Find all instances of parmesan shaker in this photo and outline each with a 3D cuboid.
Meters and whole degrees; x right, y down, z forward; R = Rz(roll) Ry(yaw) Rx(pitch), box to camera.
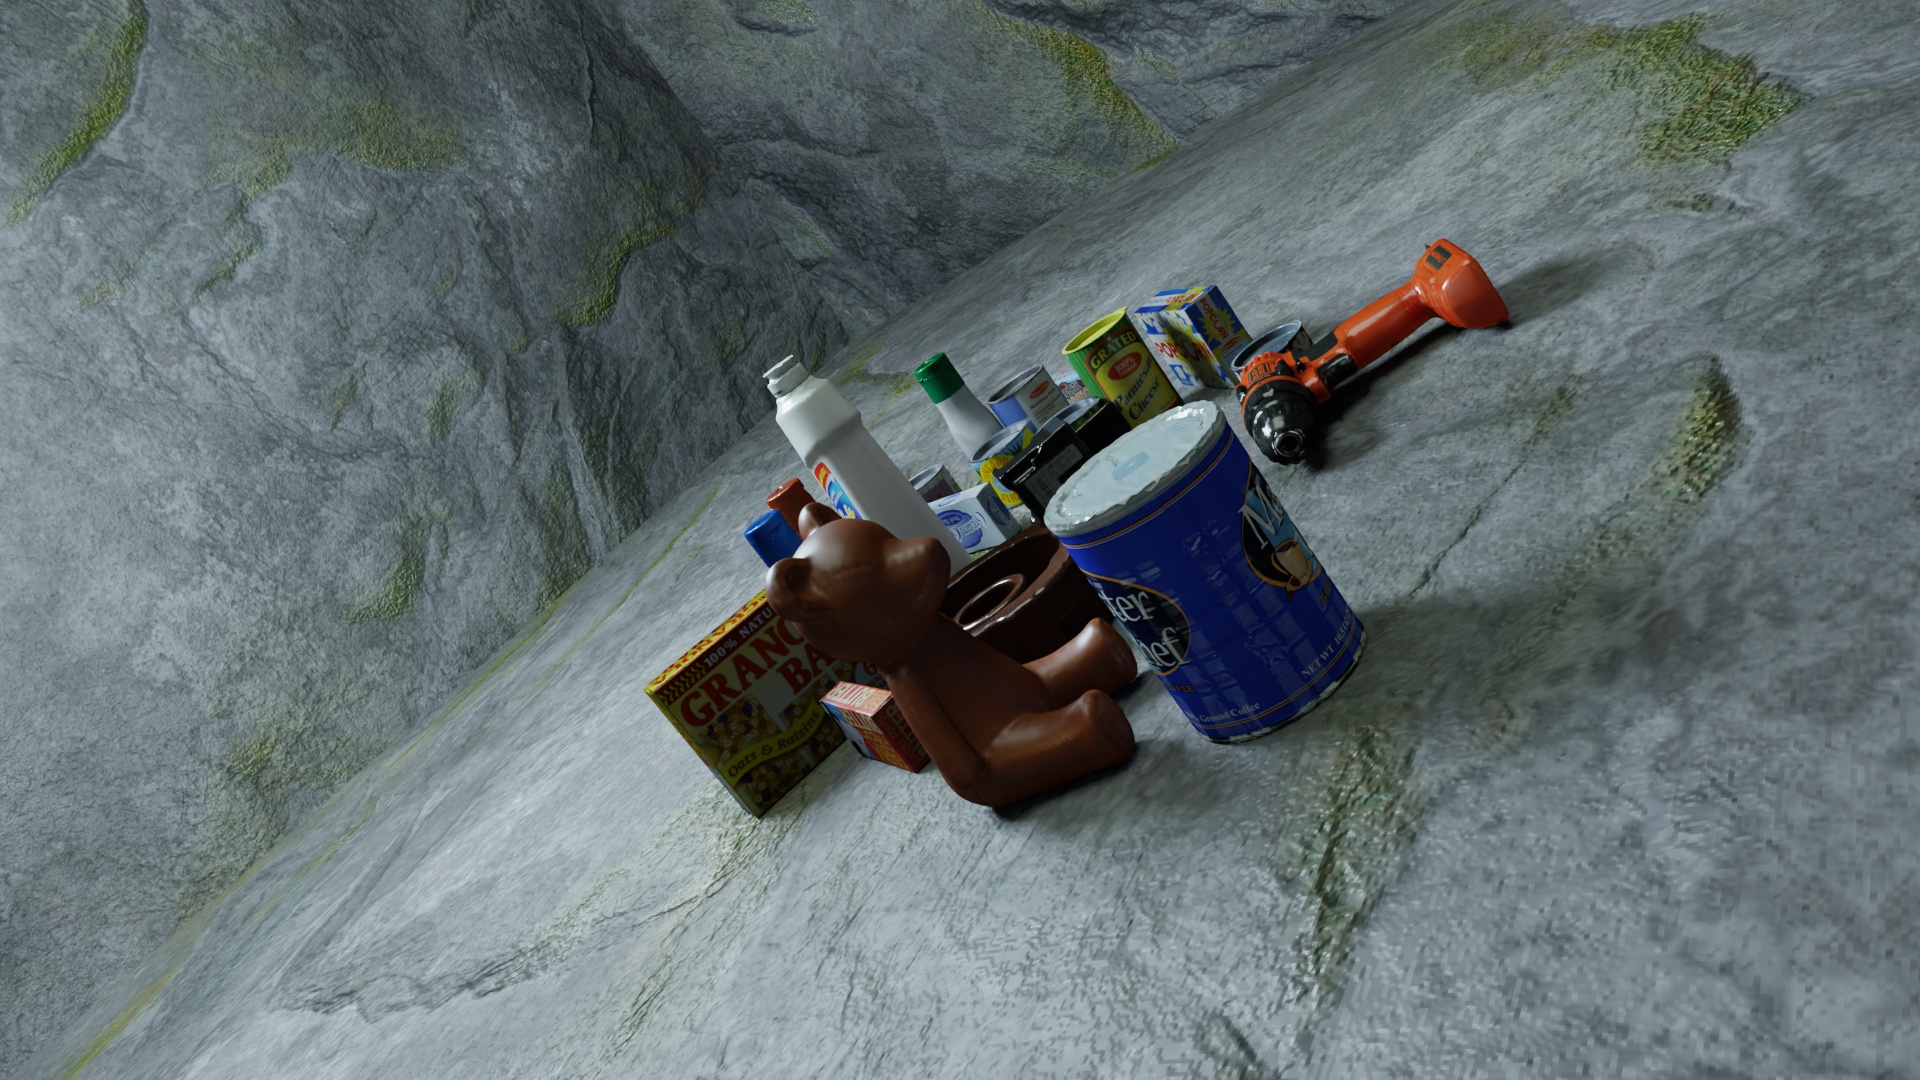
[{"bbox_3d":[0.148,-0.146,1.233,0.071,0.103,0.071,-34,14,10],"label":"parmesan shaker"}]

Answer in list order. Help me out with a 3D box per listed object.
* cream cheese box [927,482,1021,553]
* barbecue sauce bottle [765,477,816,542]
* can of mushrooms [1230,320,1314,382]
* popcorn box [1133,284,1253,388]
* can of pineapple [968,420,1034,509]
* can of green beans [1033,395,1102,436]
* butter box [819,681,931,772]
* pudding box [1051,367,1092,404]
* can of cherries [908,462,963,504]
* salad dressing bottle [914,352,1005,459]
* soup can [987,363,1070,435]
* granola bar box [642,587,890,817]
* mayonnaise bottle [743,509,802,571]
[{"bbox_3d":[0.004,-0.016,1.254,0.103,0.053,0.024,-17,23,52],"label":"cream cheese box"},{"bbox_3d":[-0.118,0.012,1.255,0.044,0.148,0.065,-38,14,-8],"label":"barbecue sauce bottle"},{"bbox_3d":[0.255,-0.145,1.124,0.071,0.033,0.071,-34,14,10],"label":"can of mushrooms"},{"bbox_3d":[0.211,-0.181,1.236,0.038,0.085,0.127,-38,14,-6],"label":"popcorn box"},{"bbox_3d":[0.050,-0.070,1.313,0.071,0.057,0.071,-34,14,10],"label":"can of pineapple"},{"bbox_3d":[0.108,-0.086,1.228,0.071,0.057,0.071,-34,14,10],"label":"can of green beans"},{"bbox_3d":[-0.056,0.125,0.943,0.024,0.053,0.103,-41,15,-20],"label":"butter box"},{"bbox_3d":[0.125,-0.153,1.421,0.030,0.049,0.083,-42,15,-22],"label":"pudding box"},{"bbox_3d":[-0.030,-0.033,1.381,0.071,0.058,0.072,-34,14,10],"label":"can of cherries"},{"bbox_3d":[0.011,-0.116,1.369,0.044,0.147,0.064,-41,14,-17],"label":"salad dressing bottle"},{"bbox_3d":[0.075,-0.120,1.362,0.071,0.083,0.071,-34,14,10],"label":"soup can"},{"bbox_3d":[-0.132,0.105,1.040,0.166,0.124,0.039,-41,15,-19],"label":"granola bar box"},{"bbox_3d":[-0.126,0.042,1.180,0.065,0.148,0.041,-45,16,-33],"label":"mayonnaise bottle"}]
